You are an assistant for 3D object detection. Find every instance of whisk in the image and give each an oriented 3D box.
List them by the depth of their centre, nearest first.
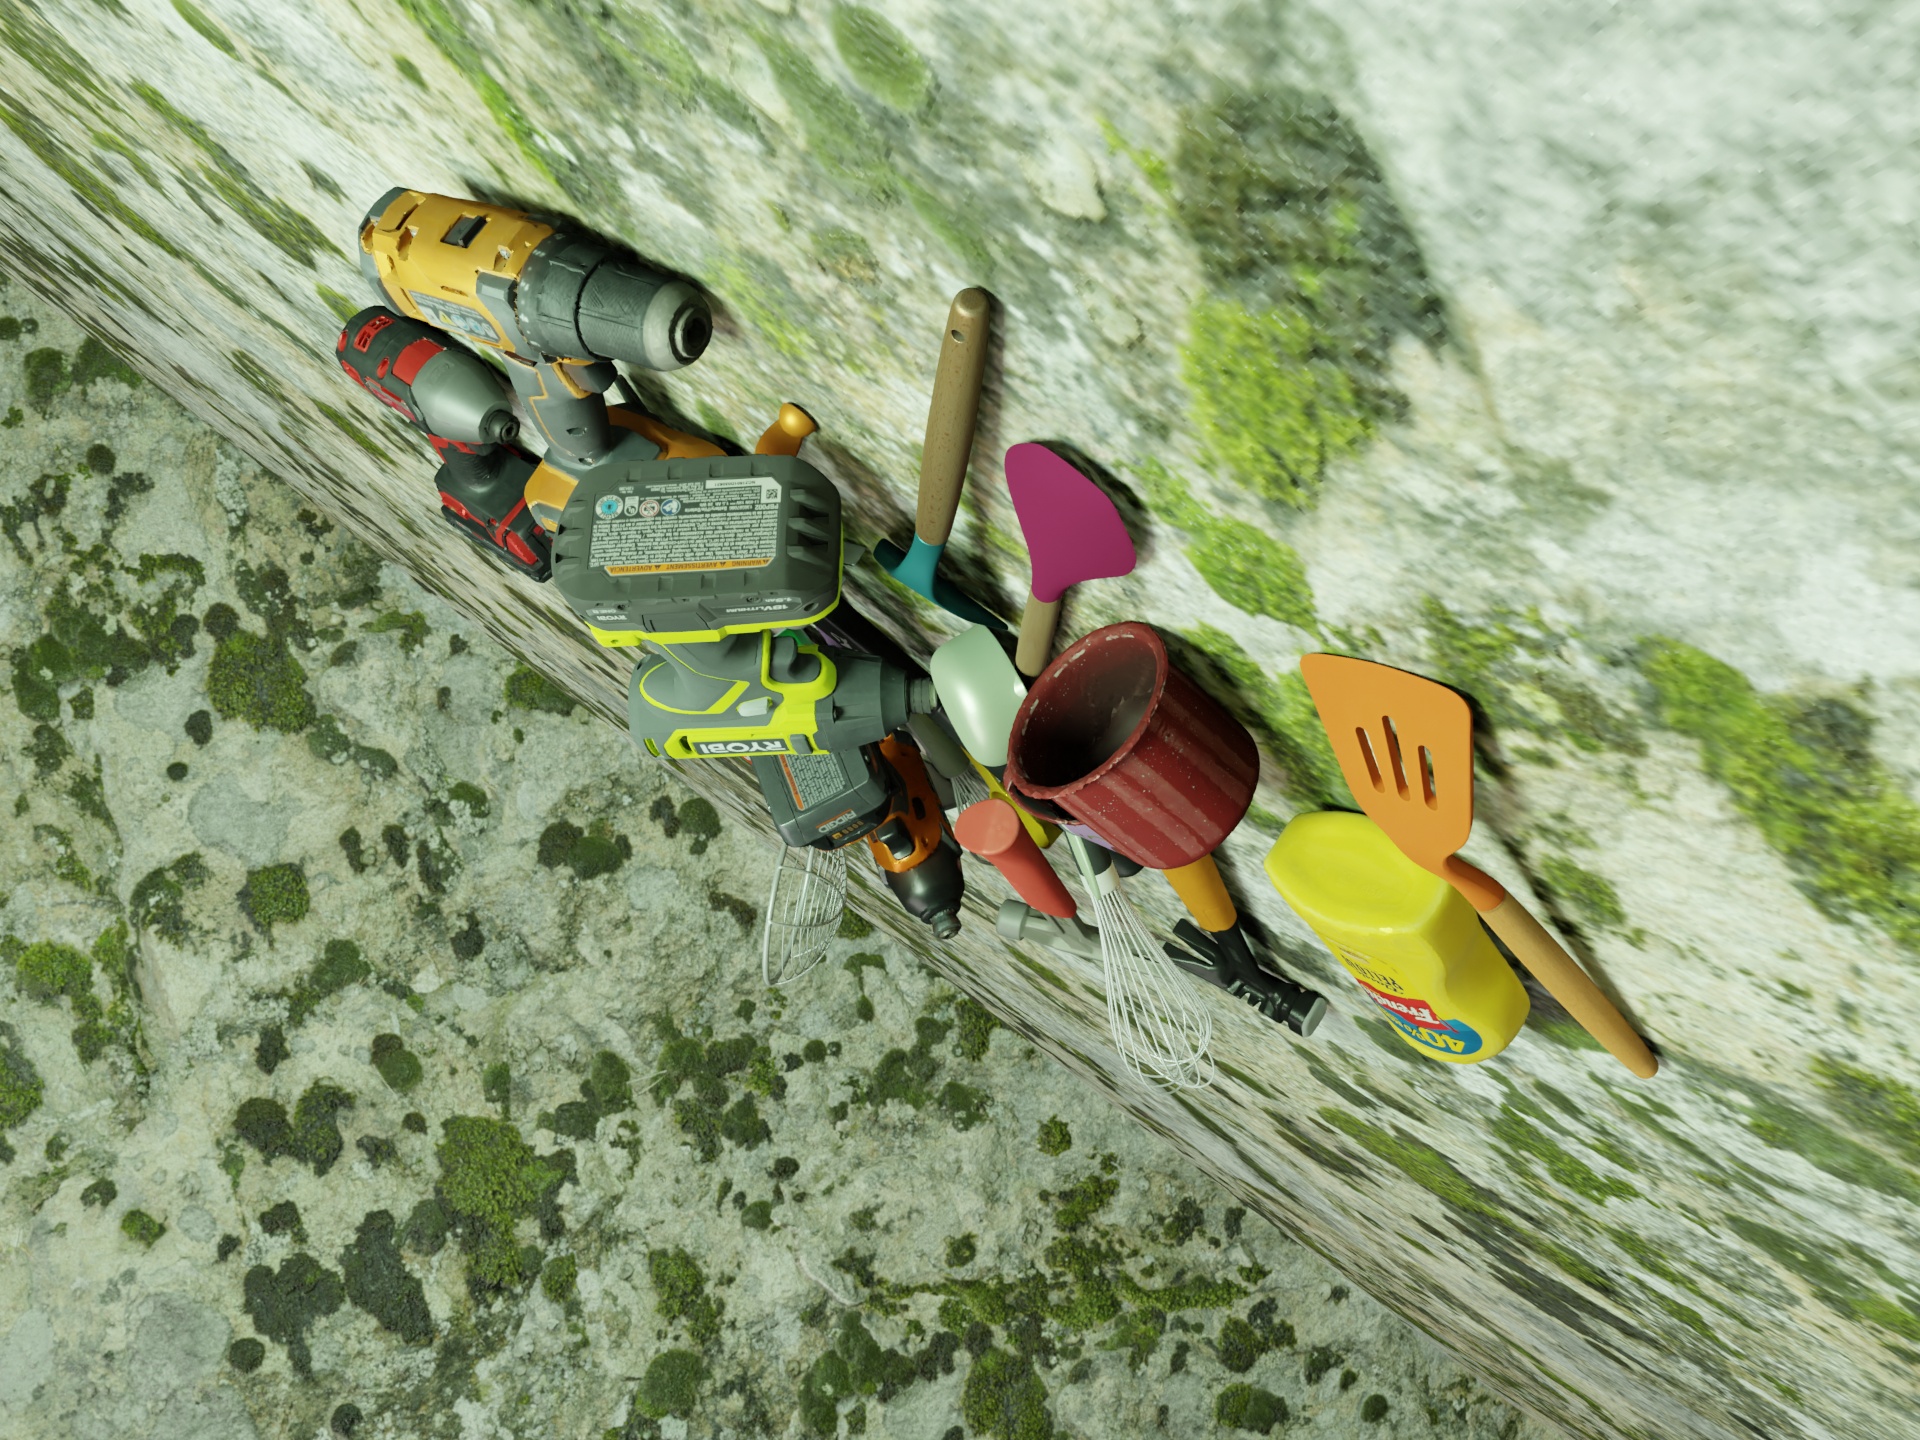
[{"bbox_3d":[0.098,0.125,1.008,0.070,0.070,0.284,17,135,57],"label":"whisk"},{"bbox_3d":[-0.002,0.036,1.134,0.246,0.059,0.058,55,-175,-46],"label":"whisk"}]

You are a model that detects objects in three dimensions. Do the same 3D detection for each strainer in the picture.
[{"bbox_3d":[-0.049,0.058,1.355,0.087,0.050,0.258,-6,-179,-11],"label":"strainer"}]

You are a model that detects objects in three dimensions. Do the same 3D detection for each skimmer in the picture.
[{"bbox_3d":[-0.180,0.030,1.194,0.364,0.090,0.127,56,159,31],"label":"skimmer"}]

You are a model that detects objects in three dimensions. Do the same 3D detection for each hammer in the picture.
[{"bbox_3d":[-0.002,-0.003,0.992,0.334,0.035,0.146,40,162,-23],"label":"hammer"},{"bbox_3d":[0.155,0.115,1.023,0.127,0.034,0.336,28,165,31],"label":"hammer"},{"bbox_3d":[0.068,0.125,1.142,0.149,0.037,0.358,12,164,17],"label":"hammer"}]

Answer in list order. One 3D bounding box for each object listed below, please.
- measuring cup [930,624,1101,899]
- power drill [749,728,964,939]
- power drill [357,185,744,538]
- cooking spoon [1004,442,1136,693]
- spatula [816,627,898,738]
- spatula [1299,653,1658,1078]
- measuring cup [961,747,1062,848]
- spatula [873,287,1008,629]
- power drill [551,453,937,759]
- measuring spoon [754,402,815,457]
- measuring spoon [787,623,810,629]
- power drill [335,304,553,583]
[{"bbox_3d":[0.030,0.030,0.870,0.083,0.038,0.167,-161,47,-81],"label":"measuring cup"},{"bbox_3d":[-0.061,0.061,1.103,0.164,0.084,0.226,66,-171,25],"label":"power drill"},{"bbox_3d":[-0.176,-0.160,0.800,0.185,0.084,0.226,20,157,25],"label":"power drill"},{"bbox_3d":[0.039,-0.053,0.747,0.069,0.017,0.318,40,169,8],"label":"cooking spoon"},{"bbox_3d":[-0.079,-0.041,1.117,0.060,0.018,0.315,31,165,22],"label":"spatula"},{"bbox_3d":[0.242,0.079,0.685,0.322,0.041,0.081,40,168,-36],"label":"spatula"},{"bbox_3d":[0.024,0.023,1.083,0.156,0.029,0.062,55,161,-23],"label":"measuring cup"},{"bbox_3d":[-0.005,-0.102,0.687,0.082,0.044,0.317,37,163,6],"label":"spatula"},{"bbox_3d":[-0.107,-0.045,0.829,0.171,0.080,0.223,-3,156,5],"label":"power drill"},{"bbox_3d":[-0.092,-0.139,0.806,0.021,0.011,0.117,39,168,-10],"label":"measuring spoon"},{"bbox_3d":[-0.152,-0.102,1.088,0.124,0.018,0.034,41,167,-19],"label":"measuring spoon"},{"bbox_3d":[-0.345,-0.196,1.146,0.143,0.078,0.219,32,164,18],"label":"power drill"}]
